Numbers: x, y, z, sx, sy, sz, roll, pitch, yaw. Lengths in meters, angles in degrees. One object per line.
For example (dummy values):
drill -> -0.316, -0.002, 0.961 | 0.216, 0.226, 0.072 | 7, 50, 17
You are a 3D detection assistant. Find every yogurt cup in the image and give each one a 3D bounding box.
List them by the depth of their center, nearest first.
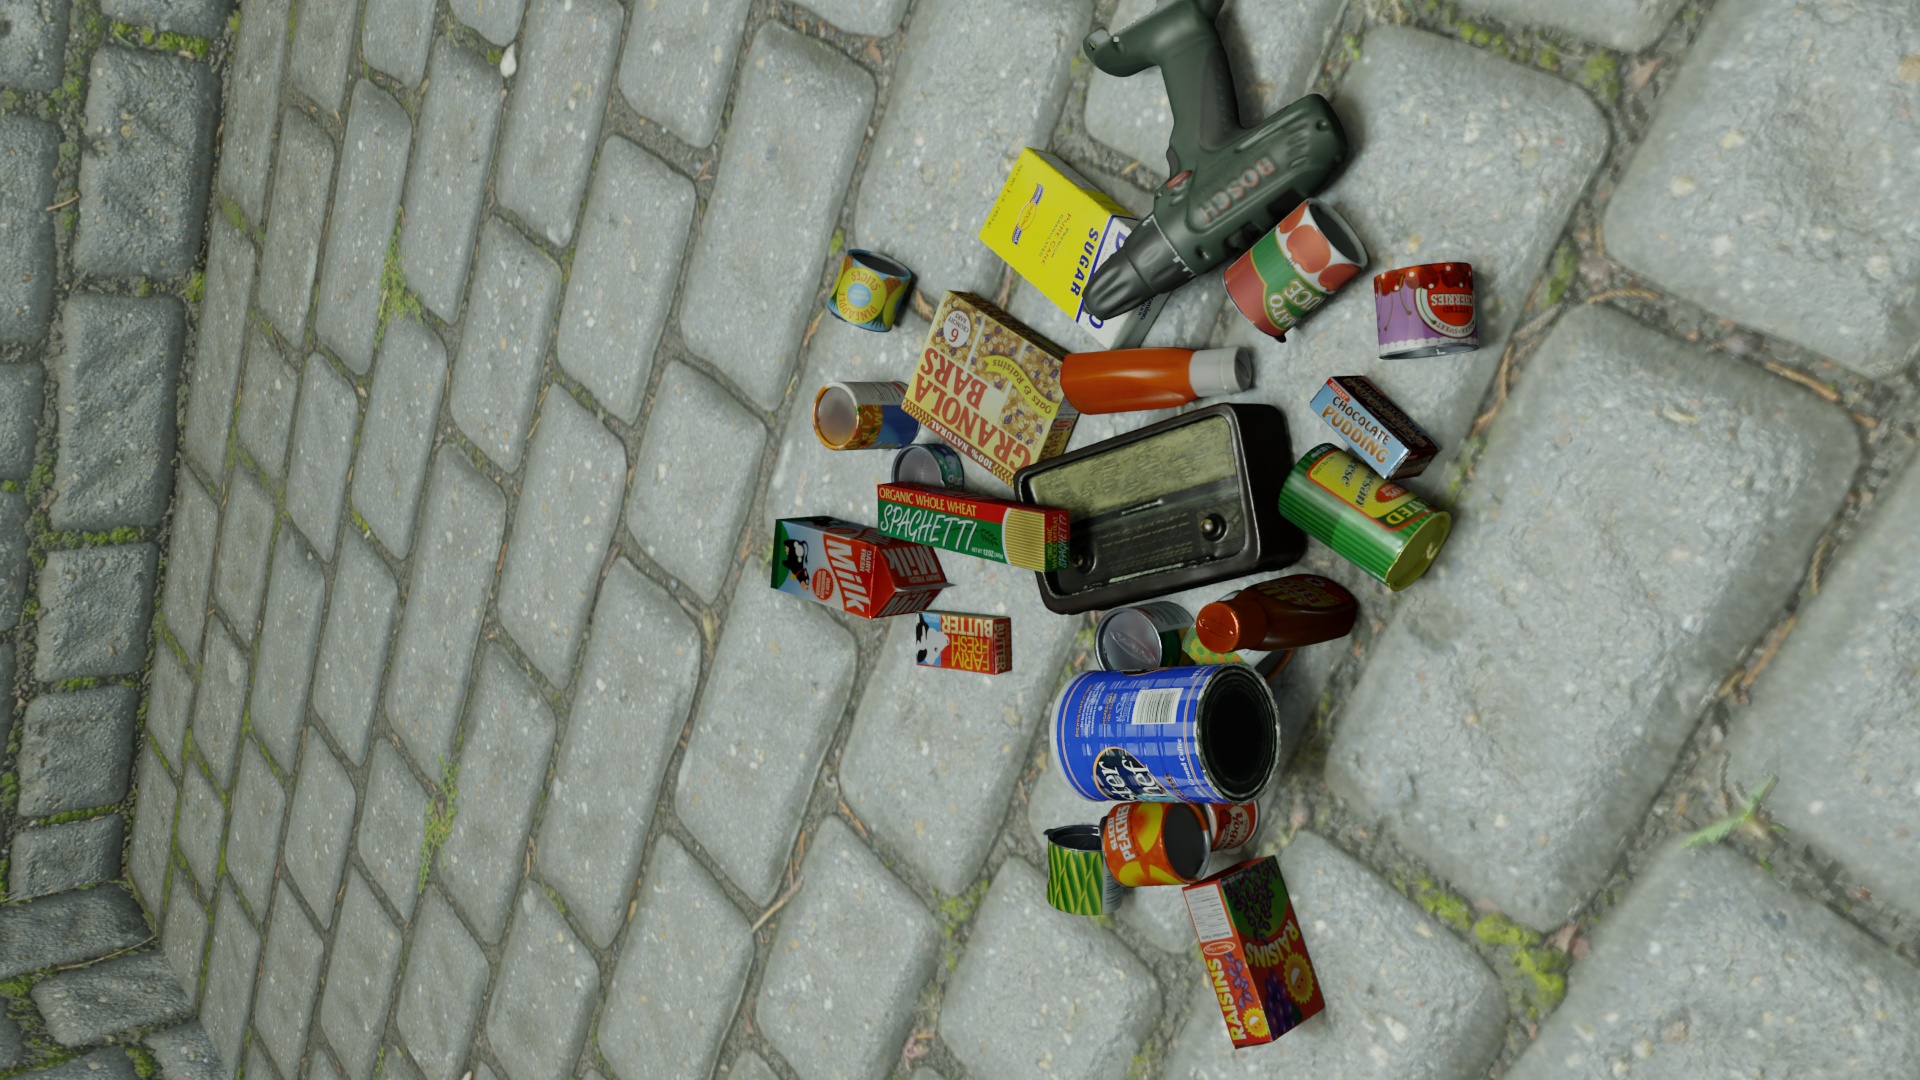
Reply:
yogurt cup -> 0.196, 0.219, 1.112 | 0.072, 0.054, 0.072 | 4, 96, 42

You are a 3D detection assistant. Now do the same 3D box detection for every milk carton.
milk carton -> -0.096, 0.028, 1.350 | 0.190, 0.072, 0.073 | 14, 103, 41

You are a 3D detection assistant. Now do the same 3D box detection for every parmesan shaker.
parmesan shaker -> 0.287, -0.018, 0.997 | 0.103, 0.071, 0.071 | 39, 118, 33

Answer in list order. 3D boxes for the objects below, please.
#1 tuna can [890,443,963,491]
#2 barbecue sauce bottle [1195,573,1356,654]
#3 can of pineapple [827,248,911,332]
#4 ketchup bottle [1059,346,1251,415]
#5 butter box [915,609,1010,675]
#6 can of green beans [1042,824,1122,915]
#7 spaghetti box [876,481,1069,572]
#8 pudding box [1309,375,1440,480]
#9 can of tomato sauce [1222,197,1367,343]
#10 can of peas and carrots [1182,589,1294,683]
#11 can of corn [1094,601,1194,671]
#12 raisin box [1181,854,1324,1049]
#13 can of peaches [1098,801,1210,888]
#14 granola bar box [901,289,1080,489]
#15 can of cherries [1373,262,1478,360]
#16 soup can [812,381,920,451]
tuna can -> -0.030, -0.058, 1.309 | 0.071, 0.033, 0.071 | 5, 97, 42
barbecue sauce bottle -> 0.226, 0.055, 1.007 | 0.065, 0.149, 0.043 | 27, 112, 38
can of pineapple -> -0.087, -0.238, 1.322 | 0.071, 0.071, 0.057 | 40, 119, 33
ketchup bottle -> 0.157, -0.130, 1.115 | 0.148, 0.064, 0.044 | -1, 66, 34
butter box -> 0.001, 0.094, 1.300 | 0.103, 0.024, 0.053 | 3, 95, 42
can of green beans -> 0.107, 0.282, 1.191 | 0.071, 0.071, 0.057 | 8, 99, 42
spaghetti box -> 0.004, -0.015, 1.207 | 0.250, 0.029, 0.050 | 12, 105, 53
pudding box -> 0.297, -0.081, 0.997 | 0.084, 0.050, 0.030 | 52, 127, 27
can of tomato sauce -> 0.247, -0.199, 1.022 | 0.082, 0.071, 0.071 | -41, 67, 36
can of peas and carrots -> 0.216, 0.083, 1.077 | 0.059, 0.071, 0.070 | 47, 123, 28
can of corn -> 0.152, 0.087, 1.138 | 0.071, 0.058, 0.071 | 5, 97, 42
raisin box -> 0.226, 0.315, 1.072 | 0.040, 0.086, 0.123 | -27, 76, 39
can of peaches -> 0.150, 0.232, 1.069 | 0.058, 0.071, 0.071 | -16, 83, 41
granola bar box -> 0.032, -0.134, 1.243 | 0.166, 0.039, 0.123 | 38, 117, 34
can of cherries -> 0.322, -0.158, 0.956 | 0.071, 0.071, 0.058 | -4, 90, 43
soup can -> -0.090, -0.116, 1.325 | 0.071, 0.084, 0.071 | 5, 98, 42
